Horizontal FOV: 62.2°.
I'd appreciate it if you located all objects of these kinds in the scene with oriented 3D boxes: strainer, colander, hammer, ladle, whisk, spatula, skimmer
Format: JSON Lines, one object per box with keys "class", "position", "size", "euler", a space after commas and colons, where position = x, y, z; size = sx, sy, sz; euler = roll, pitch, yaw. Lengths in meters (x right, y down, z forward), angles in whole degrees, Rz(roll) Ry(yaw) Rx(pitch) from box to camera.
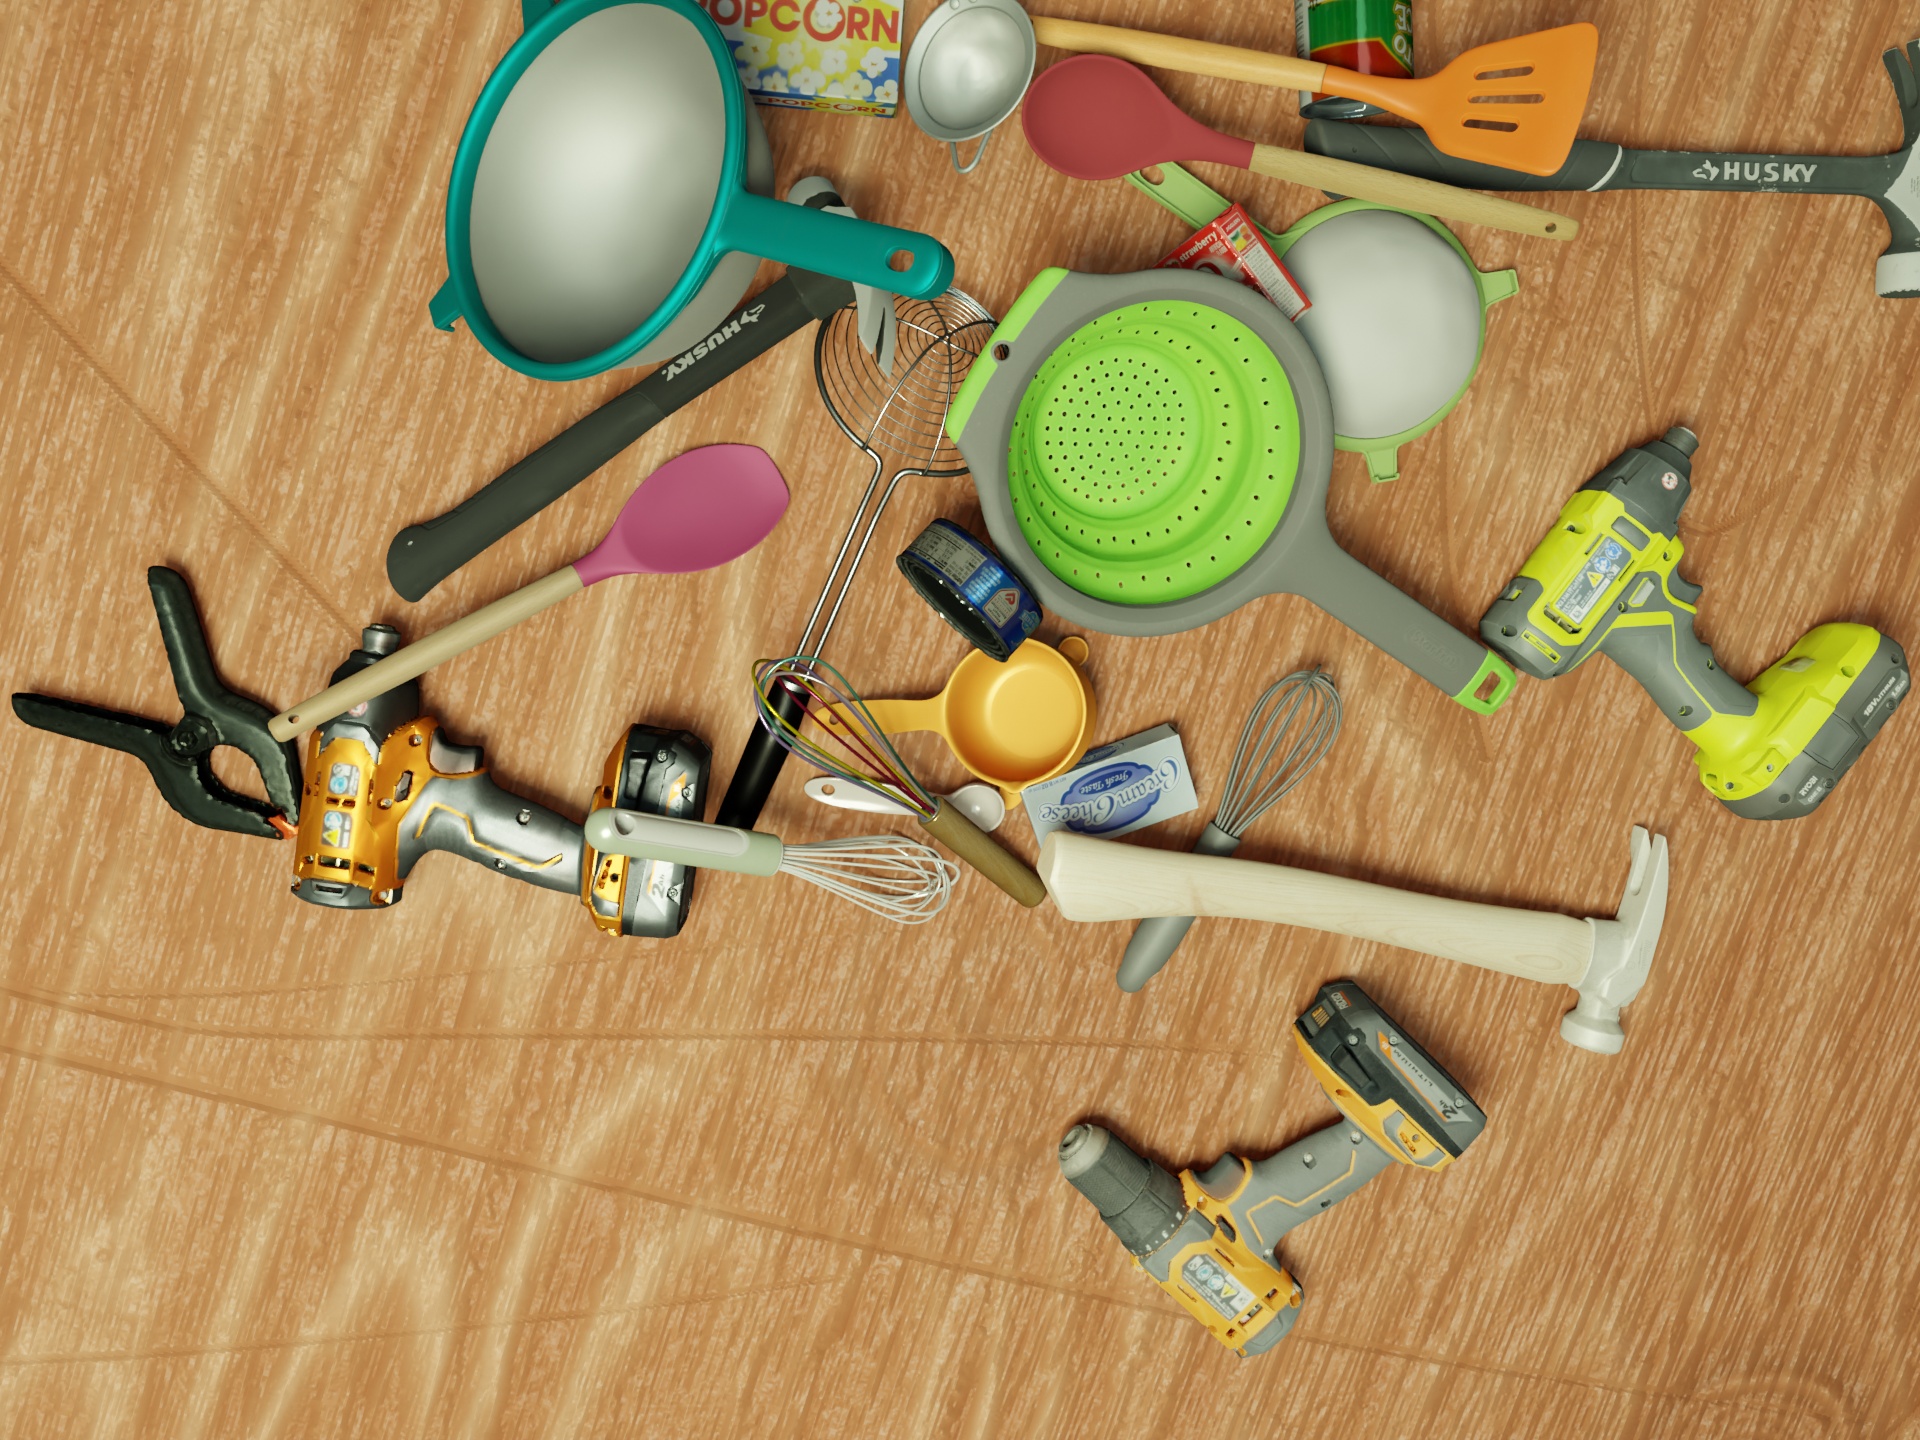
{"class": "strainer", "position": [0.003, -0.436, 0.901], "size": [0.087, 0.050, 0.258], "euler": [-4, 94, 30]}
{"class": "colander", "position": [0.167, -0.119, 0.940], "size": [0.396, 0.095, 0.204], "euler": [30, 102, -20]}
{"class": "hammer", "position": [-0.184, -0.169, 0.895], "size": [0.335, 0.146, 0.035], "euler": [-33, 143, 7]}
{"class": "hammer", "position": [0.247, 0.107, 0.974], "size": [0.410, 0.038, 0.146], "euler": [11, 97, -15]}
{"class": "strainer", "position": [0.205, -0.263, 0.930], "size": [0.256, 0.069, 0.151], "euler": [32, 94, -10]}
{"class": "ladle", "position": [0.190, -0.312, 0.893], "size": [0.315, 0.031, 0.069], "euler": [15, 126, 5]}
{"class": "whisk", "position": [-0.032, 0.038, 0.937], "size": [0.244, 0.047, 0.051], "euler": [40, 87, -29]}
{"class": "whisk", "position": [0.163, 0.069, 0.988], "size": [0.055, 0.055, 0.239], "euler": [30, 99, -9]}
{"class": "strainer", "position": [-0.123, -0.255, 0.827], "size": [0.341, 0.095, 0.211], "euler": [23, 97, 31]}
{"class": "spatula", "position": [0.176, -0.362, 0.876], "size": [0.322, 0.041, 0.081], "euler": [15, 94, 13]}
{"class": "whisk", "position": [-0.101, 0.079, 0.913], "size": [0.246, 0.059, 0.058], "euler": [13, 54, -37]}
{"class": "skimmer", "position": [-0.076, -0.085, 0.949], "size": [0.127, 0.090, 0.363], "euler": [21, 106, -16]}
{"class": "hammer", "position": [0.402, -0.333, 0.945], "size": [0.409, 0.036, 0.149], "euler": [-1, 97, -9]}

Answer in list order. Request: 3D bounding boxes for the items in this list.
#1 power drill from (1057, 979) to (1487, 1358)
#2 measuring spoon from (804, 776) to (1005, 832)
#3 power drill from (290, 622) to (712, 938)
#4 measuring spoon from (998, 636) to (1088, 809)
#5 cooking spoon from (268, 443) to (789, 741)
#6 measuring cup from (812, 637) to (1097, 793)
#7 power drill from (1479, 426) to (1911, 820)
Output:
{"class": "power drill", "position": [0.190, 0.268, 1.002], "size": [0.185, 0.084, 0.226], "euler": [43, 97, -8]}
{"class": "measuring spoon", "position": [-0.034, 0.046, 0.980], "size": [0.124, 0.018, 0.034], "euler": [7, 116, 0]}
{"class": "power drill", "position": [-0.264, 0.037, 0.923], "size": [0.226, 0.084, 0.164], "euler": [8, 95, -3]}
{"class": "measuring spoon", "position": [0.049, 0.002, 0.984], "size": [0.021, 0.011, 0.117], "euler": [21, 99, -15]}
{"class": "cooking spoon", "position": [-0.241, -0.071, 0.906], "size": [0.319, 0.017, 0.069], "euler": [-30, 92, -16]}
{"class": "measuring cup", "position": [-0.002, -0.003, 0.963], "size": [0.173, 0.052, 0.095], "euler": [-2, 88, 20]}
{"class": "power drill", "position": [0.458, -0.058, 0.982], "size": [0.223, 0.080, 0.171], "euler": [37, 94, -6]}
